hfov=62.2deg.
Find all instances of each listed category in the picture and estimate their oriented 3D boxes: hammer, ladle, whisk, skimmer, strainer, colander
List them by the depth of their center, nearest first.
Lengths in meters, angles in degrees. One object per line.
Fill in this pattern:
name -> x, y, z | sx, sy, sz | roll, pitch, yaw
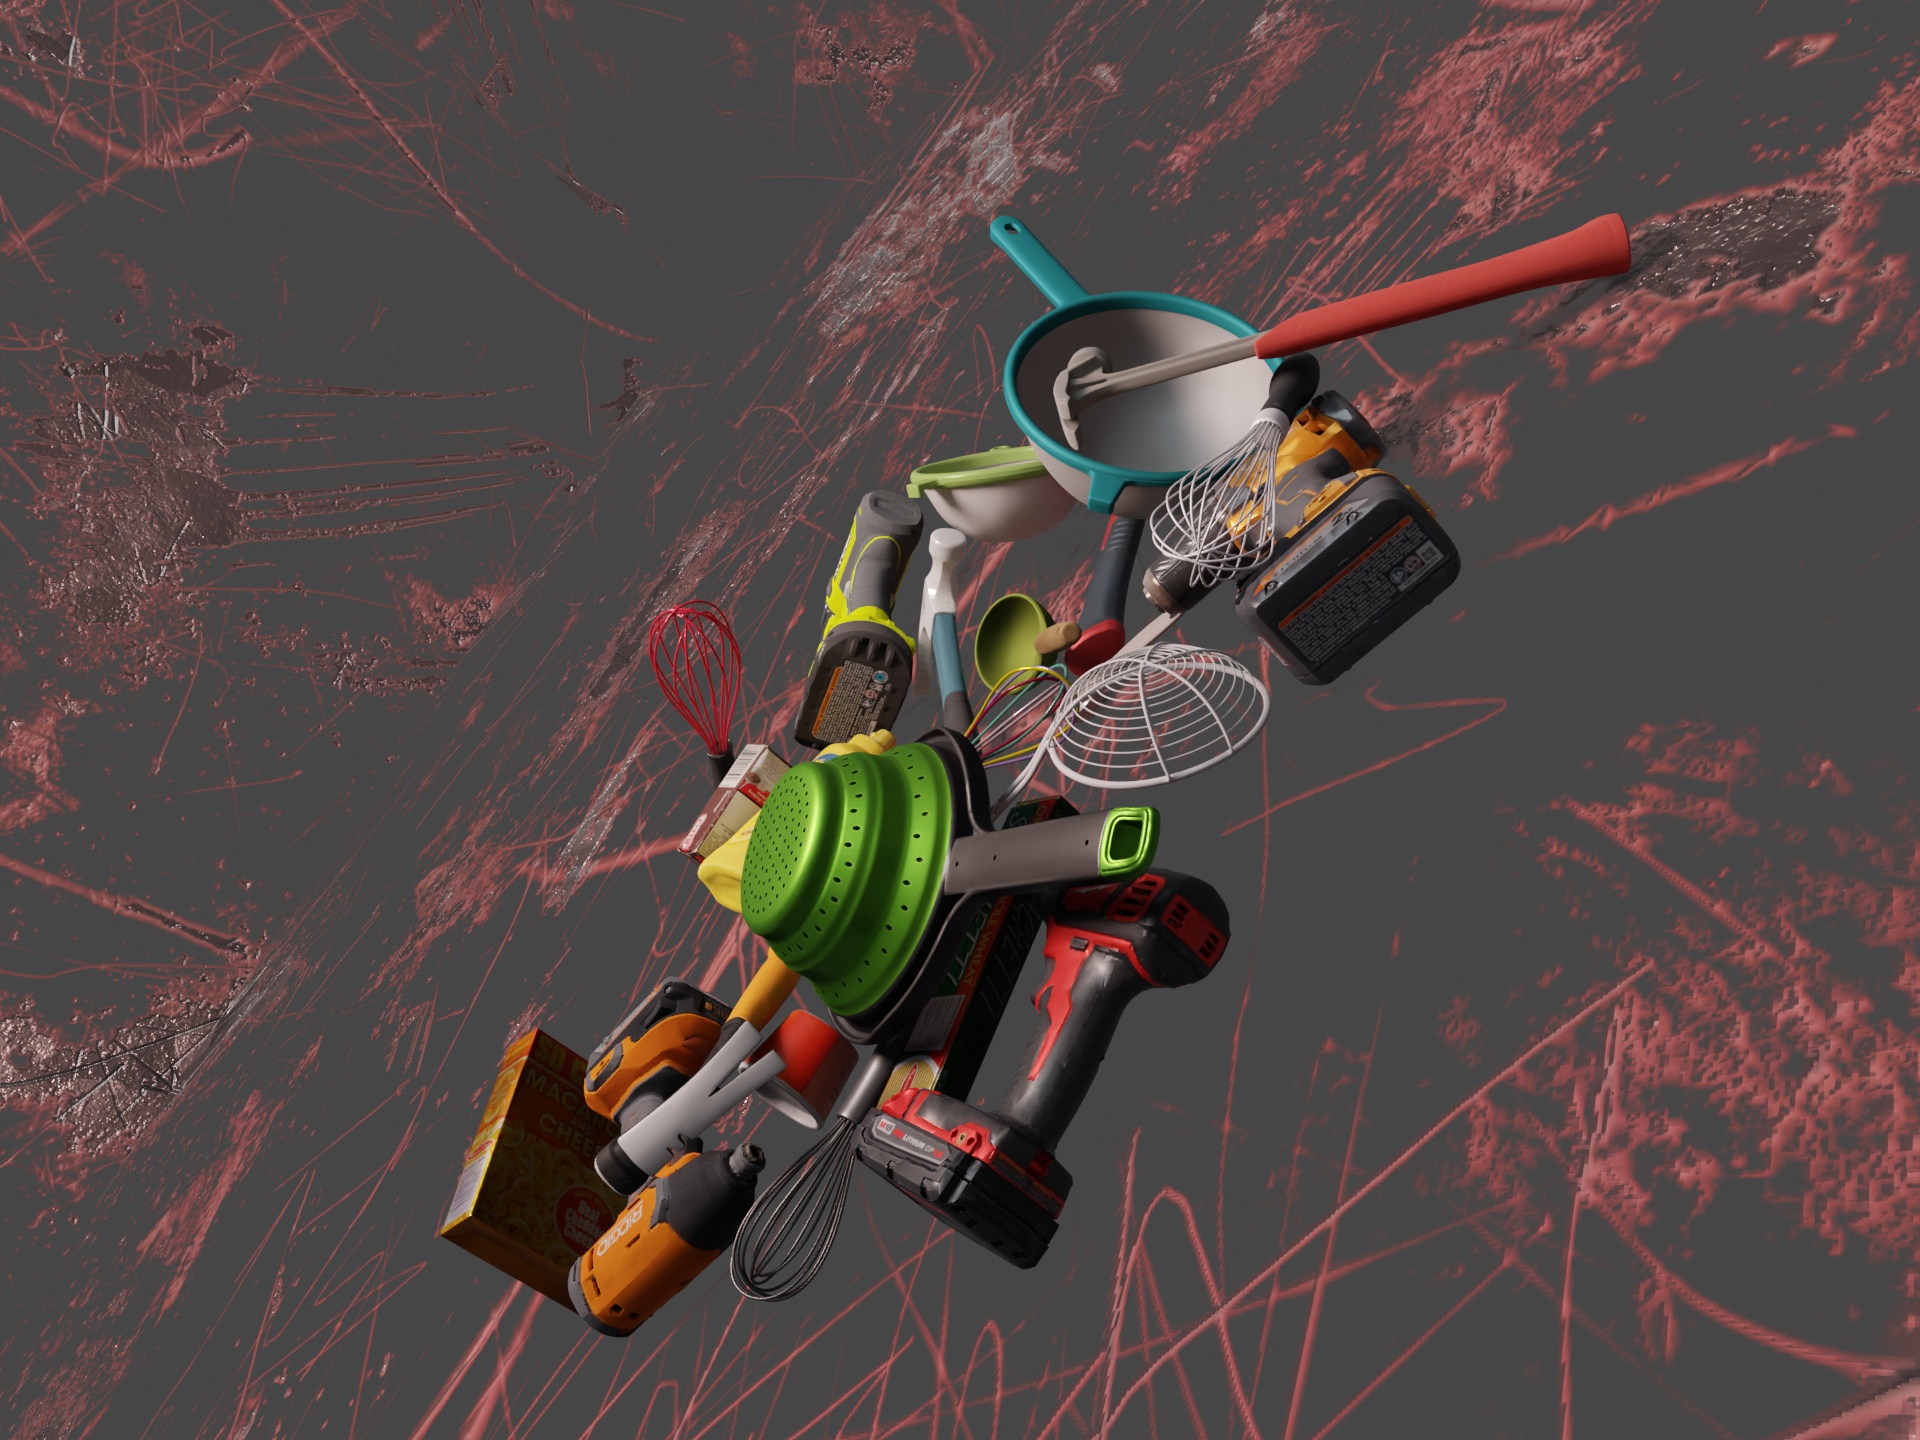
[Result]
colander -> -0.033, 0.076, 0.911 | 0.397, 0.094, 0.205 | -18, 55, 59
whisk -> 0.181, -0.162, 0.962 | 0.070, 0.070, 0.285 | -29, 17, 38
whisk -> -0.064, 0.248, 0.979 | 0.055, 0.055, 0.239 | -10, 41, 55
skimmer -> 0.040, 0.080, 0.981 | 0.363, 0.090, 0.127 | -49, 11, 34
hammer -> 0.235, -0.249, 1.004 | 0.359, 0.036, 0.149 | -13, 23, 13
hammer -> -0.135, 0.191, 1.047 | 0.127, 0.034, 0.337 | -41, 4, 12
whisk -> -0.001, 0.024, 1.067 | 0.245, 0.047, 0.051 | -37, 42, 47
ladle -> 0.047, -0.055, 1.086 | 0.320, 0.062, 0.078 | -157, 77, -88
hammer -> -0.002, -0.004, 1.192 | 0.331, 0.033, 0.128 | -99, 15, -51
strainer -> 0.107, -0.262, 1.216 | 0.211, 0.095, 0.341 | -21, 53, -17
hammer -> 0.128, -0.175, 1.270 | 0.143, 0.038, 0.387 | -28, 32, 42
whisk -> -0.207, 0.010, 1.337 | 0.073, 0.295, 0.073 | -3, 47, 3
strainer -> 0.039, -0.194, 1.350 | 0.151, 0.069, 0.256 | -8, 13, 3

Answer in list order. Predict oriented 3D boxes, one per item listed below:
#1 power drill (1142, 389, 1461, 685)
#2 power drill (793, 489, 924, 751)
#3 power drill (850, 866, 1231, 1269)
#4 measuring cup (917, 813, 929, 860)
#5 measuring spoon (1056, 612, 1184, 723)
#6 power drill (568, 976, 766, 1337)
power drill -> 0.201, -0.106, 1.000 | 0.185, 0.084, 0.226 | -41, 21, 17
power drill -> -0.092, -0.071, 1.408 | 0.229, 0.080, 0.190 | -88, 18, -52
power drill -> 0.044, 0.172, 0.871 | 0.220, 0.078, 0.143 | -54, 25, -17
measuring cup -> -0.031, 0.085, 1.127 | 0.156, 0.029, 0.062 | -166, 98, -78
measuring spoon -> 0.119, -0.040, 1.124 | 0.124, 0.018, 0.034 | -42, 25, 0
power drill -> -0.195, 0.285, 1.097 | 0.164, 0.084, 0.227 | -45, 28, 18
